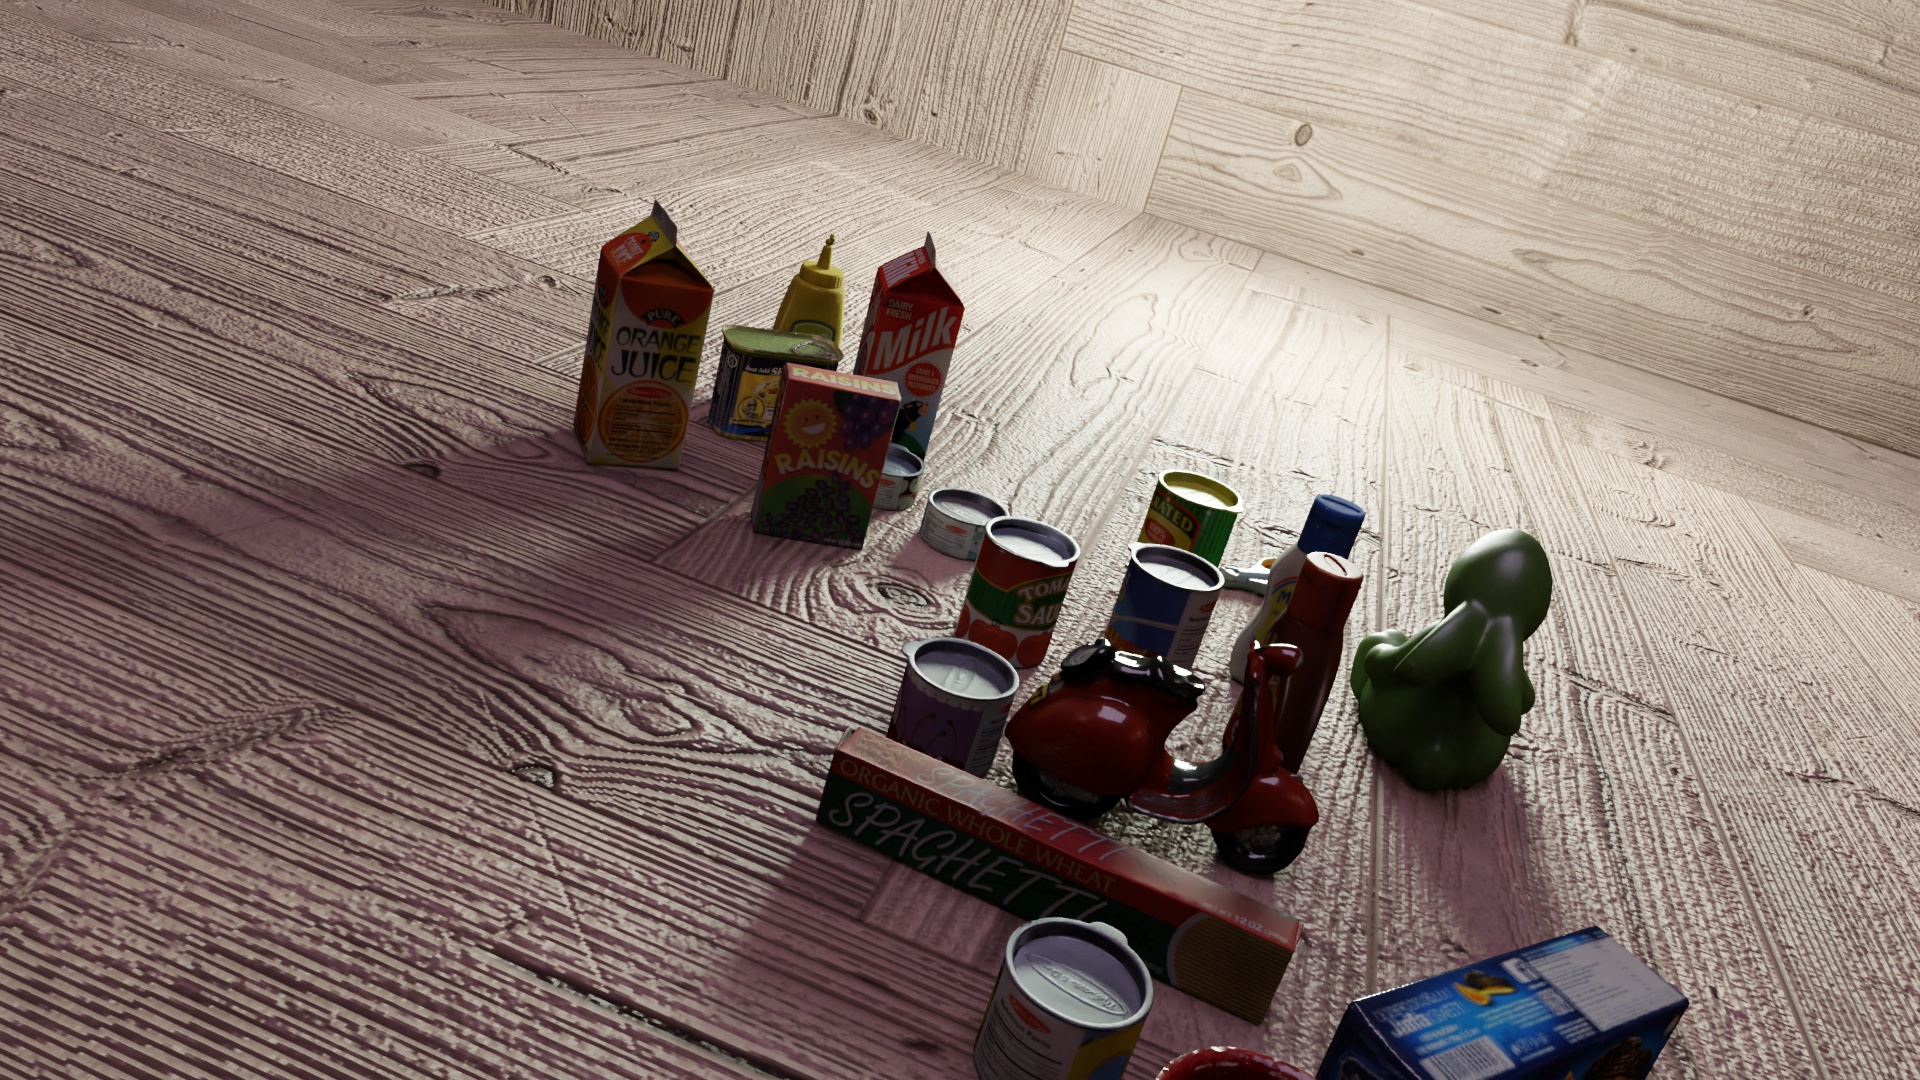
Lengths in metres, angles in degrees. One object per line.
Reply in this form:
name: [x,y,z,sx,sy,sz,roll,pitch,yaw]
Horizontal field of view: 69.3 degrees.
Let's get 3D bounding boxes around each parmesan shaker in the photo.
parmesan shaker: [0.169,0.007,1.062,0.071,0.102,0.071,13,24,-6]

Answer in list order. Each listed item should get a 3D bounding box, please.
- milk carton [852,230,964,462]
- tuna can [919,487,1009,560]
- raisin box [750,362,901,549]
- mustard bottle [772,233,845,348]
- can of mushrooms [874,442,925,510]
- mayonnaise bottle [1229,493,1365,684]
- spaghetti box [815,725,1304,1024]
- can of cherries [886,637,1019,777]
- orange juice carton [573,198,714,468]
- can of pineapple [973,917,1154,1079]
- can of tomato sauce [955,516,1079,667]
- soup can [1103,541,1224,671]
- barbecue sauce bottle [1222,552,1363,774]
milk carton: [-0.047,-0.169,1.205,0.073,0.189,0.072,10,24,-13]
tuna can: [0.004,-0.014,1.091,0.071,0.032,0.071,13,24,-6]
raisin box: [-0.099,-0.061,1.019,0.086,0.122,0.040,10,24,-14]
mustard bottle: [-0.136,-0.199,1.251,0.065,0.159,0.049,7,25,-20]
can of mushrooms: [-0.063,-0.054,1.137,0.071,0.033,0.071,13,24,-6]
mayonnaise bottle: [0.241,0.040,0.979,0.065,0.147,0.041,23,24,16]
spaghetti box: [0.044,0.166,0.702,0.250,0.050,0.029,22,24,13]
can of cherries: [-0.007,0.097,0.810,0.071,0.058,0.072,13,24,-6]
orange juice carton: [-0.239,-0.156,1.053,0.073,0.191,0.072,3,26,-27]
can of pineapple: [0.045,0.207,0.602,0.071,0.057,0.071,13,24,-6]
can of tomato sauce: [0.039,0.036,0.943,0.071,0.082,0.071,13,24,-6]
soup can: [0.136,0.053,0.966,0.071,0.083,0.071,13,24,-6]
barbecue sauce bottle: [0.210,0.080,0.872,0.044,0.147,0.065,10,24,-14]
